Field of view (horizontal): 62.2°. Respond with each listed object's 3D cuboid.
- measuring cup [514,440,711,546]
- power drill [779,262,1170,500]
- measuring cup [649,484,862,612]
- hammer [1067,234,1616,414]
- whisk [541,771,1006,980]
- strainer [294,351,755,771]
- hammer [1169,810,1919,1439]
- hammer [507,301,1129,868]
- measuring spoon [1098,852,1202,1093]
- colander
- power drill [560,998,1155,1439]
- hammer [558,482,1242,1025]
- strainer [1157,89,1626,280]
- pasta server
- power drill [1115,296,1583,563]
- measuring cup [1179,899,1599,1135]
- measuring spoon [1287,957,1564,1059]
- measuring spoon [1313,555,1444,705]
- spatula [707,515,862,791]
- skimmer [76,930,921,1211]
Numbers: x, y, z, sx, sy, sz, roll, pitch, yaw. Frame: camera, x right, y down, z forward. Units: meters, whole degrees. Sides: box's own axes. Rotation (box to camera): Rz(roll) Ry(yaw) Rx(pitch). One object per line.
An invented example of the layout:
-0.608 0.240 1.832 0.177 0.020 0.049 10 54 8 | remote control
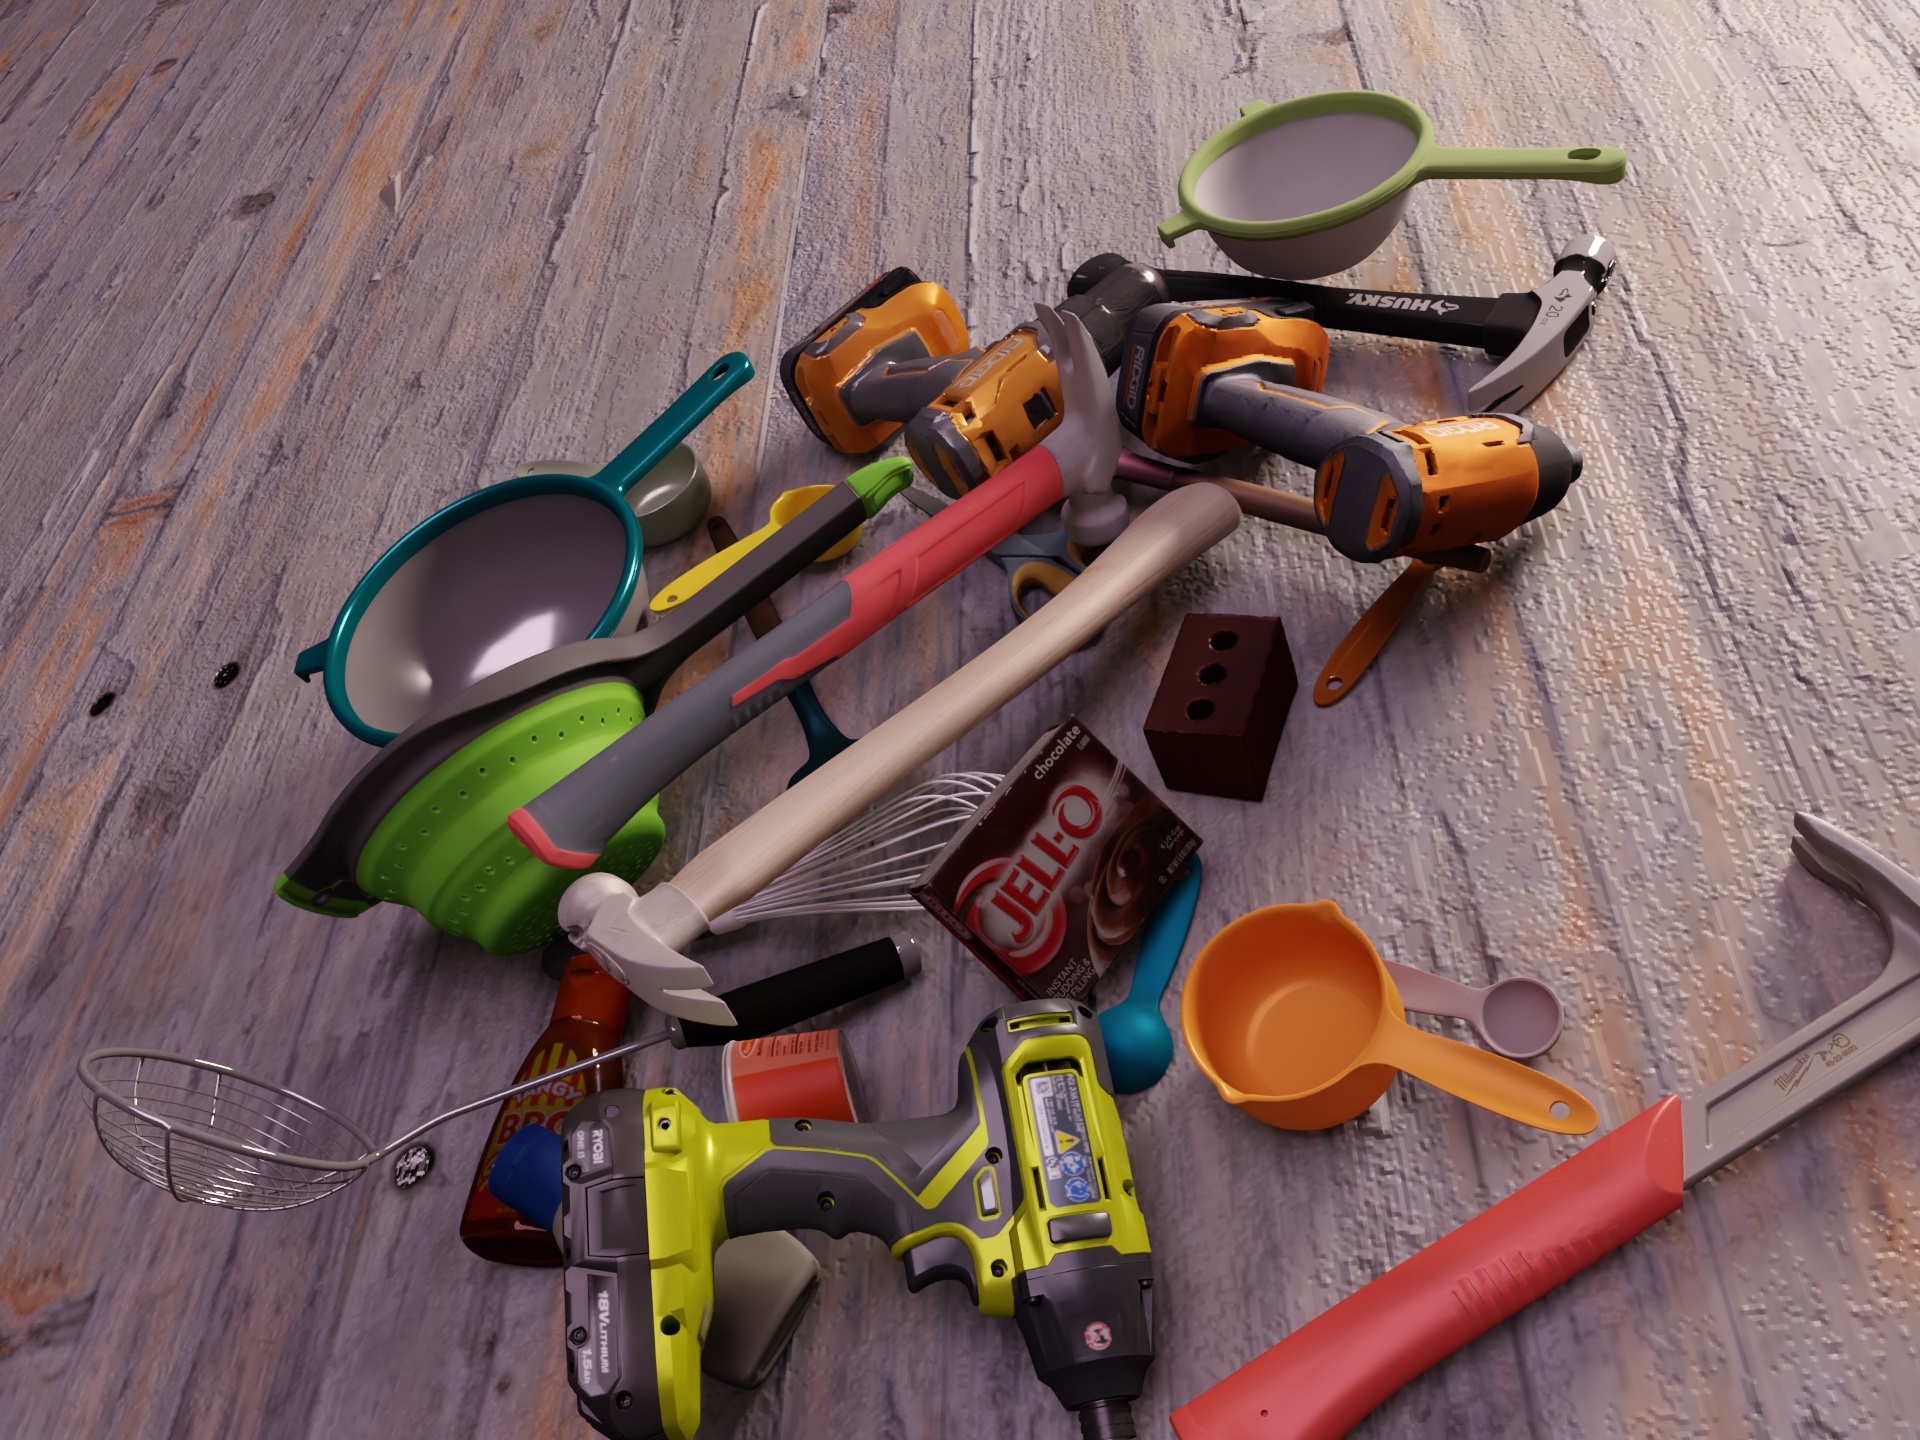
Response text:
-0.242 -0.157 1.100 0.168 0.038 0.083 10 56 33 | measuring cup
0.008 -0.227 0.991 0.185 0.084 0.226 -42 36 -14 | power drill
-0.124 -0.097 0.976 0.156 0.029 0.062 -36 47 -28 | measuring cup
0.211 -0.253 0.982 0.335 0.035 0.146 16 59 34 | hammer
-0.092 0.087 0.813 0.284 0.070 0.070 -18 47 15 | whisk
-0.233 -0.091 0.996 0.211 0.095 0.340 25 65 37 | strainer
0.235 0.175 0.604 0.359 0.036 0.149 -30 46 -4 | hammer
-0.066 -0.063 0.805 0.386 0.143 0.038 -37 44 -22 | hammer
0.087 0.109 0.733 0.042 0.021 0.129 5 55 27 | measuring spoon
-0.161 0.007 0.848 0.397 0.204 0.094 -38 78 -7 | colander
-0.038 0.210 0.630 0.223 0.080 0.171 -6 59 -7 | power drill
-0.001 -0.002 0.782 0.410 0.038 0.146 -37 27 -23 | hammer
0.256 -0.304 0.935 0.256 0.069 0.151 11 53 31 | strainer
0.148 -0.125 0.899 0.316 0.040 0.060 22 63 35 | pasta server
0.208 -0.157 0.847 0.164 0.084 0.227 -12 35 -31 | power drill
0.174 0.137 0.643 0.174 0.052 0.095 17 68 38 | measuring cup
0.198 0.119 0.686 0.124 0.018 0.034 10 70 38 | measuring spoon
0.218 -0.049 0.823 0.021 0.011 0.117 26 69 41 | measuring spoon
-0.105 -0.043 0.936 0.082 0.044 0.318 -26 45 -5 | spatula
-0.198 0.136 0.730 0.363 0.090 0.127 -17 3 -15 | skimmer
